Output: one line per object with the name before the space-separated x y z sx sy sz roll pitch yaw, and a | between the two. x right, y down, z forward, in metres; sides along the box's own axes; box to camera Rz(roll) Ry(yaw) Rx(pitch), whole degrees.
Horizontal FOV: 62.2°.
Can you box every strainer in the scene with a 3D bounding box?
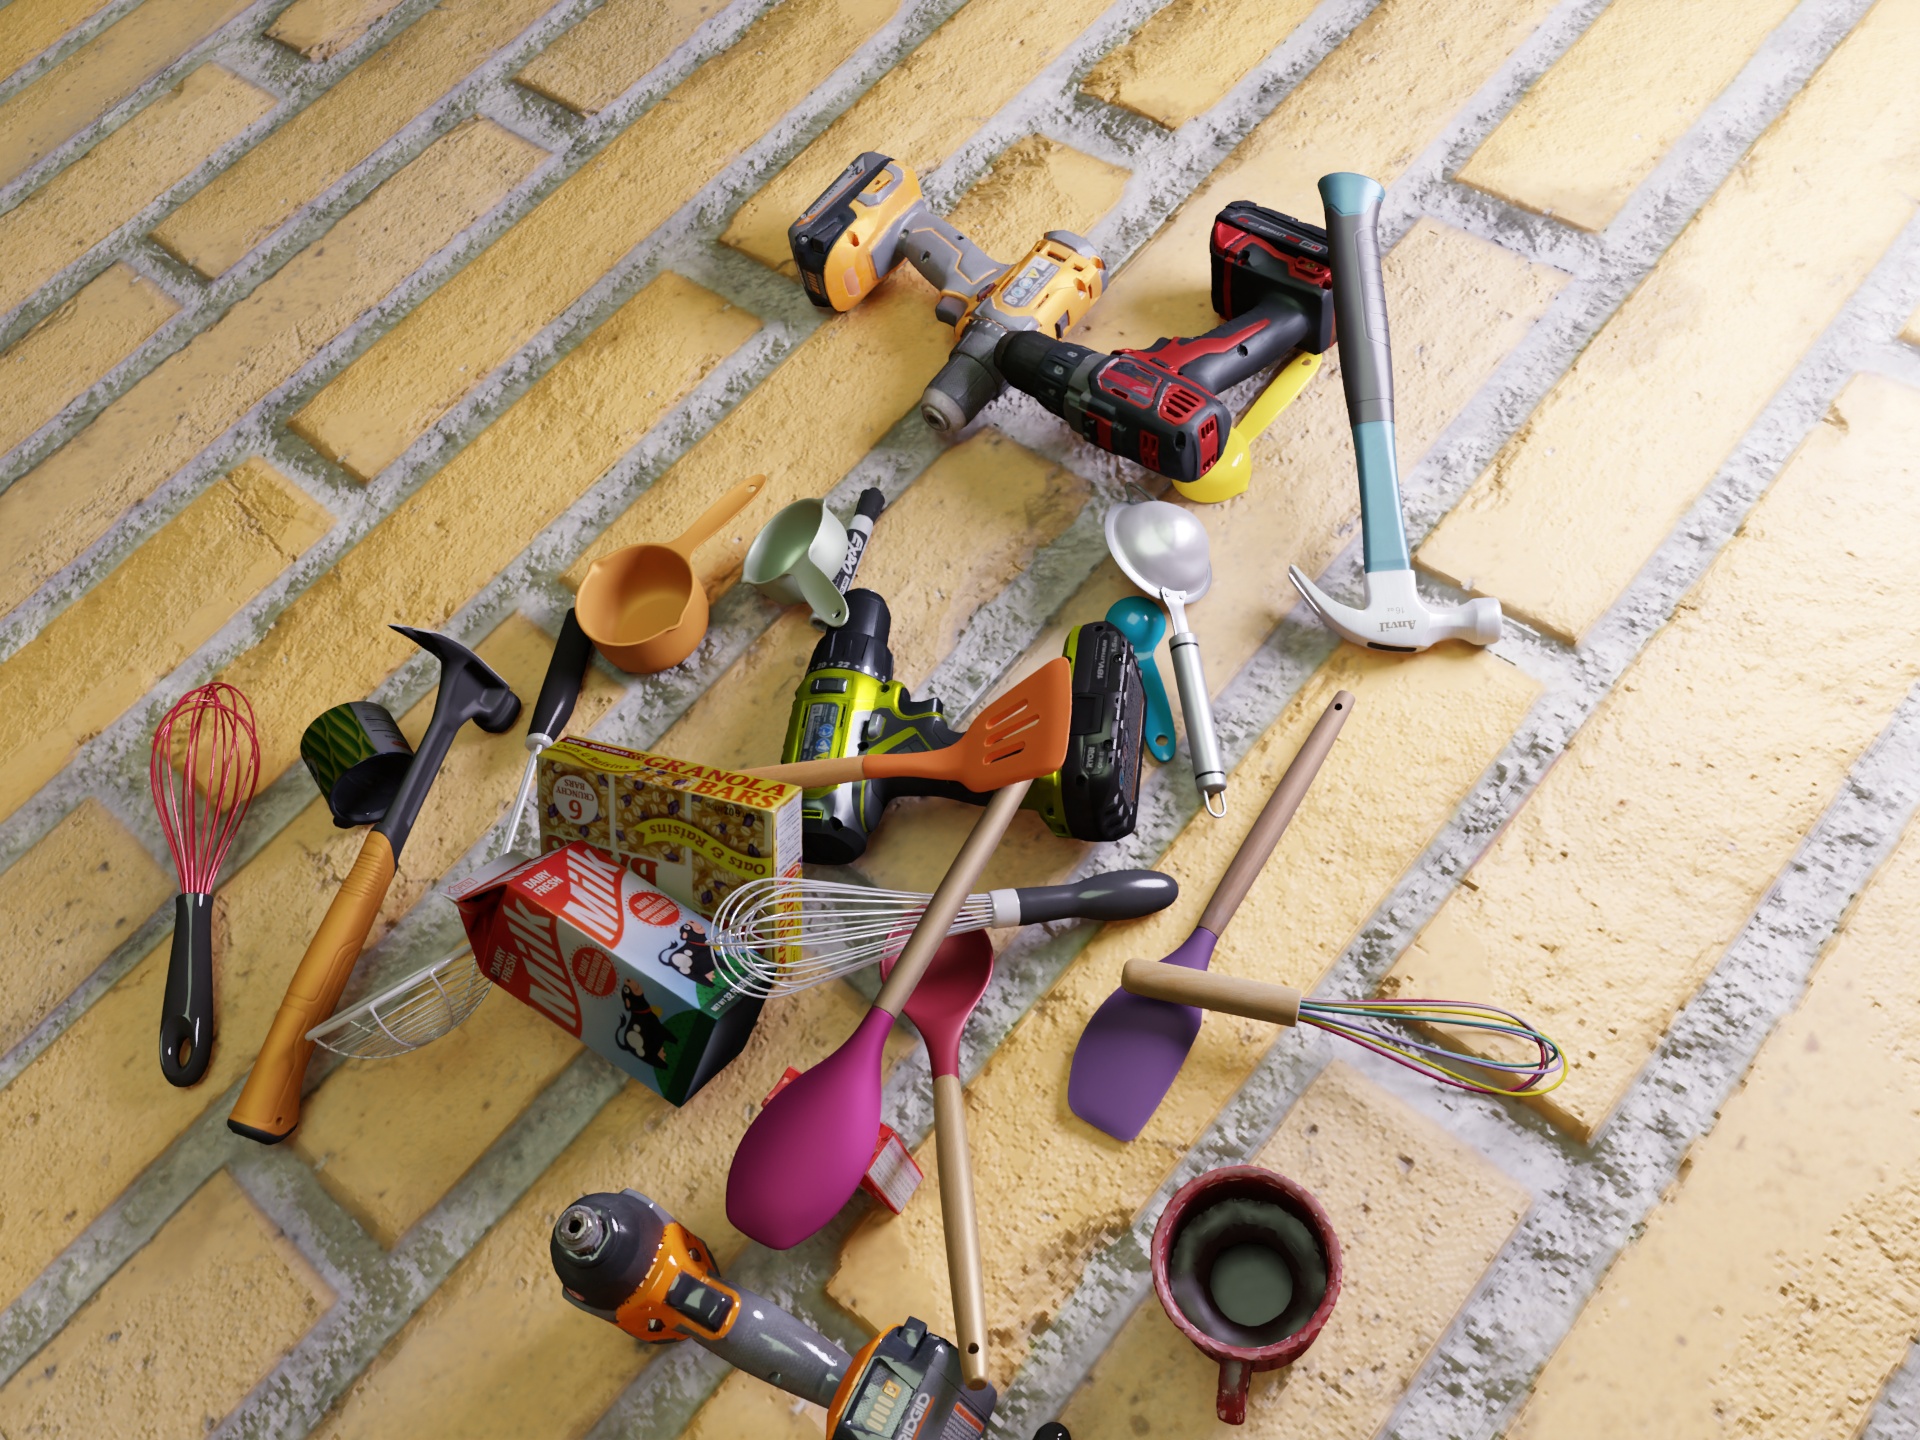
strainer | 0.146 -0.057 1.033 0.086 0.050 0.259 7 63 -29

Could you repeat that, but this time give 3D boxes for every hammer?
hammer | -0.387 0.104 1.027 0.034 0.127 0.337 11 68 20
hammer | 0.271 -0.206 1.046 0.128 0.033 0.331 -4 78 8

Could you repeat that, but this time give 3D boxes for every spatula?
spatula | -0.082 0.026 0.962 0.322 0.041 0.081 -8 52 18
spatula | 0.158 0.106 0.953 0.060 0.018 0.316 27 69 22

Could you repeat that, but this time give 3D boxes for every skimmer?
skimmer | -0.320 0.054 1.047 0.127 0.090 0.364 -26 43 43

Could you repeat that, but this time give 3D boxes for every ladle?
ladle | -0.005 0.215 0.859 0.069 0.031 0.316 -9 35 1

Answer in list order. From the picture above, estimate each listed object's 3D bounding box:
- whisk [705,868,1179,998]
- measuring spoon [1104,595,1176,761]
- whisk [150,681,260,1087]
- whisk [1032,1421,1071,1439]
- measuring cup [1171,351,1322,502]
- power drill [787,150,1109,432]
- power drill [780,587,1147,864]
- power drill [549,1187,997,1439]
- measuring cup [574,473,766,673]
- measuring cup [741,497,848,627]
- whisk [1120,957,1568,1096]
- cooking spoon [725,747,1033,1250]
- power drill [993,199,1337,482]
whisk | -0.007 0.114 0.932 0.284 0.070 0.070 -5 57 -13
measuring spoon | 0.122 -0.032 1.040 0.042 0.021 0.129 -12 58 5
whisk | -0.520 0.103 1.084 0.073 0.073 0.296 -12 64 5
whisk | 0.003 0.456 0.762 0.055 0.055 0.239 16 61 20
measuring cup | 0.207 -0.219 1.129 0.062 0.029 0.156 34 73 27
power drill | -0.027 -0.326 1.220 0.226 0.084 0.185 32 72 22
power drill | -0.002 -0.003 1.017 0.228 0.080 0.191 -1 60 18
power drill | -0.103 0.310 0.804 0.226 0.164 0.084 21 65 21
measuring cup | -0.195 -0.105 1.139 0.095 0.052 0.173 34 70 27
measuring cup | -0.097 -0.094 1.086 0.083 0.038 0.168 -44 37 5
whisk | 0.209 0.167 0.883 0.245 0.051 0.047 9 69 15
cooking spoon | -0.030 0.138 0.871 0.069 0.017 0.319 22 65 21
power drill | 0.153 -0.274 1.128 0.188 0.080 0.227 33 64 31
